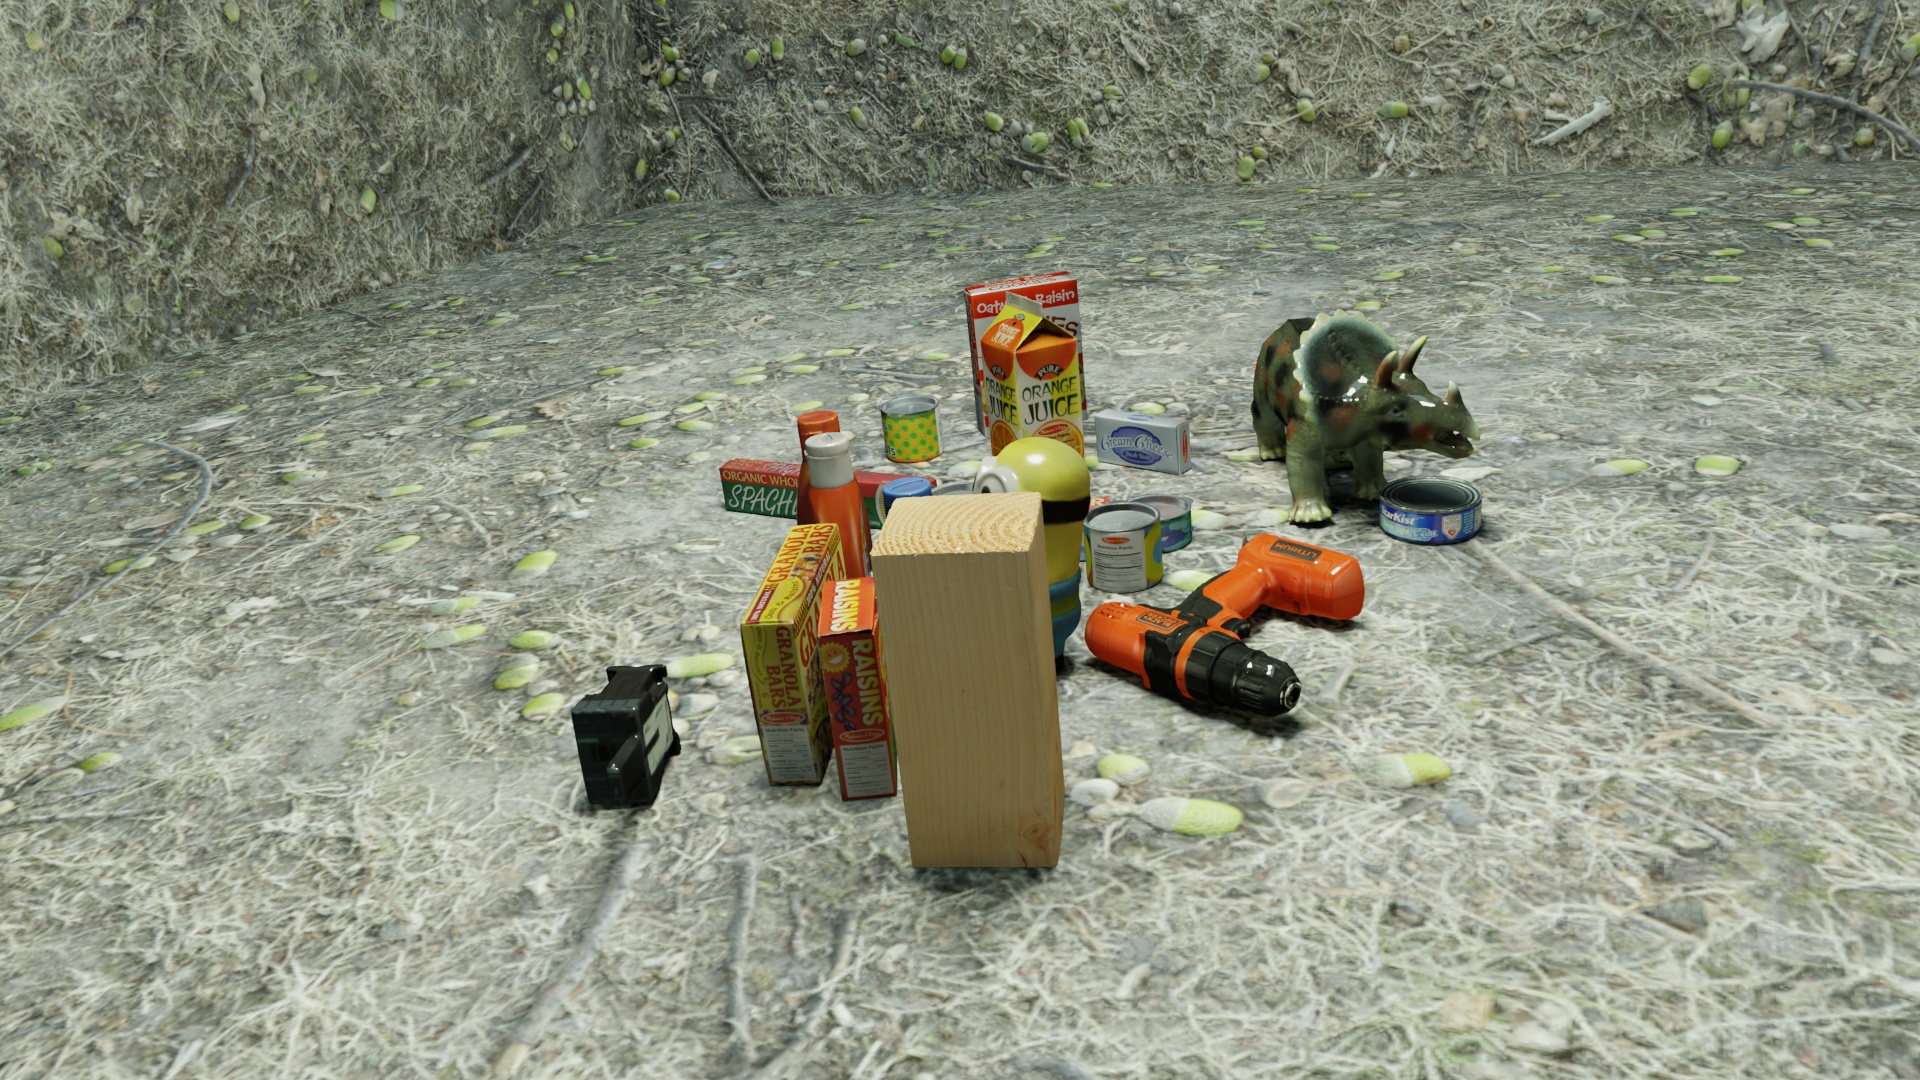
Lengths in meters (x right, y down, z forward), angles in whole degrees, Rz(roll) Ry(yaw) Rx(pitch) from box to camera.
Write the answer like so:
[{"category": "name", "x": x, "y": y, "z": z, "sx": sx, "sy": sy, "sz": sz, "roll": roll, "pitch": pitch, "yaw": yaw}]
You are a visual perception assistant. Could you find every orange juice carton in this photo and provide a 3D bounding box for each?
[{"category": "orange juice carton", "x": 0.072, "y": -0.150, "z": 1.389, "sx": 0.073, "sy": 0.191, "sz": 0.072, "roll": -16, "pitch": 24, "yaw": -22}]

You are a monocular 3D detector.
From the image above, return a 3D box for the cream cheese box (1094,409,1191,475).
[{"category": "cream cheese box", "x": 0.186, "y": -0.102, "z": 1.424, "sx": 0.104, "sy": 0.053, "sz": 0.024, "roll": 13, "pitch": 29, "yaw": 39}]

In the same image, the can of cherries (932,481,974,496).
[{"category": "can of cherries", "x": 0.004, "y": -0.016, "z": 1.260, "sx": 0.071, "sy": 0.058, "sz": 0.072, "roll": -5, "pitch": 22, "yaw": 2}]

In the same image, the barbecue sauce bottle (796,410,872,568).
[{"category": "barbecue sauce bottle", "x": -0.117, "y": -0.040, "z": 1.233, "sx": 0.065, "sy": 0.148, "sz": 0.044, "roll": -4, "pitch": 22, "yaw": 6}]

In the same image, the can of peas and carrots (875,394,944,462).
[{"category": "can of peas and carrots", "x": -0.056, "y": -0.123, "z": 1.534, "sx": 0.071, "sy": 0.058, "sz": 0.071, "roll": -5, "pitch": 22, "yaw": 2}]

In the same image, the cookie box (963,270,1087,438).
[{"category": "cookie box", "x": 0.074, "y": -0.210, "z": 1.567, "sx": 0.123, "sy": 0.166, "sz": 0.040, "roll": -11, "pitch": 22, "yaw": -11}]

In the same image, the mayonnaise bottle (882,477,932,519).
[{"category": "mayonnaise bottle", "x": -0.032, "y": 0.027, "z": 1.050, "sx": 0.065, "sy": 0.147, "sz": 0.041, "roll": -19, "pitch": 25, "yaw": -28}]

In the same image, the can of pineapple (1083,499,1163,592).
[{"category": "can of pineapple", "x": 0.138, "y": 0.005, "z": 1.176, "sx": 0.071, "sy": 0.057, "sz": 0.071, "roll": -5, "pitch": 22, "yaw": 2}]

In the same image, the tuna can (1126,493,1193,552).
[{"category": "tuna can", "x": 0.177, "y": -0.016, "z": 1.247, "sx": 0.071, "sy": 0.032, "sz": 0.071, "roll": -5, "pitch": 22, "yaw": 2}]

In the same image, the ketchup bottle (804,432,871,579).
[{"category": "ketchup bottle", "x": -0.104, "y": -0.016, "z": 1.171, "sx": 0.043, "sy": 0.148, "sz": 0.065, "roll": -10, "pitch": 22, "yaw": -8}]

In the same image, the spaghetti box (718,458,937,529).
[{"category": "spaghetti box", "x": -0.134, "y": -0.045, "z": 1.379, "sx": 0.250, "sy": 0.050, "sz": 0.029, "roll": 7, "pitch": 26, "yaw": 29}]

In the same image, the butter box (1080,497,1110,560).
[{"category": "butter box", "x": 0.083, "y": -0.008, "z": 1.228, "sx": 0.103, "sy": 0.053, "sz": 0.024, "roll": -3, "pitch": 22, "yaw": 9}]

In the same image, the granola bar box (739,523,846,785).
[{"category": "granola bar box", "x": -0.111, "y": 0.076, "z": 0.984, "sx": 0.039, "sy": 0.123, "sz": 0.166, "roll": -4, "pitch": 22, "yaw": 7}]

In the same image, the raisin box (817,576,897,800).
[{"category": "raisin box", "x": -0.067, "y": 0.097, "z": 0.923, "sx": 0.040, "sy": 0.123, "sz": 0.086, "roll": -6, "pitch": 22, "yaw": 1}]
